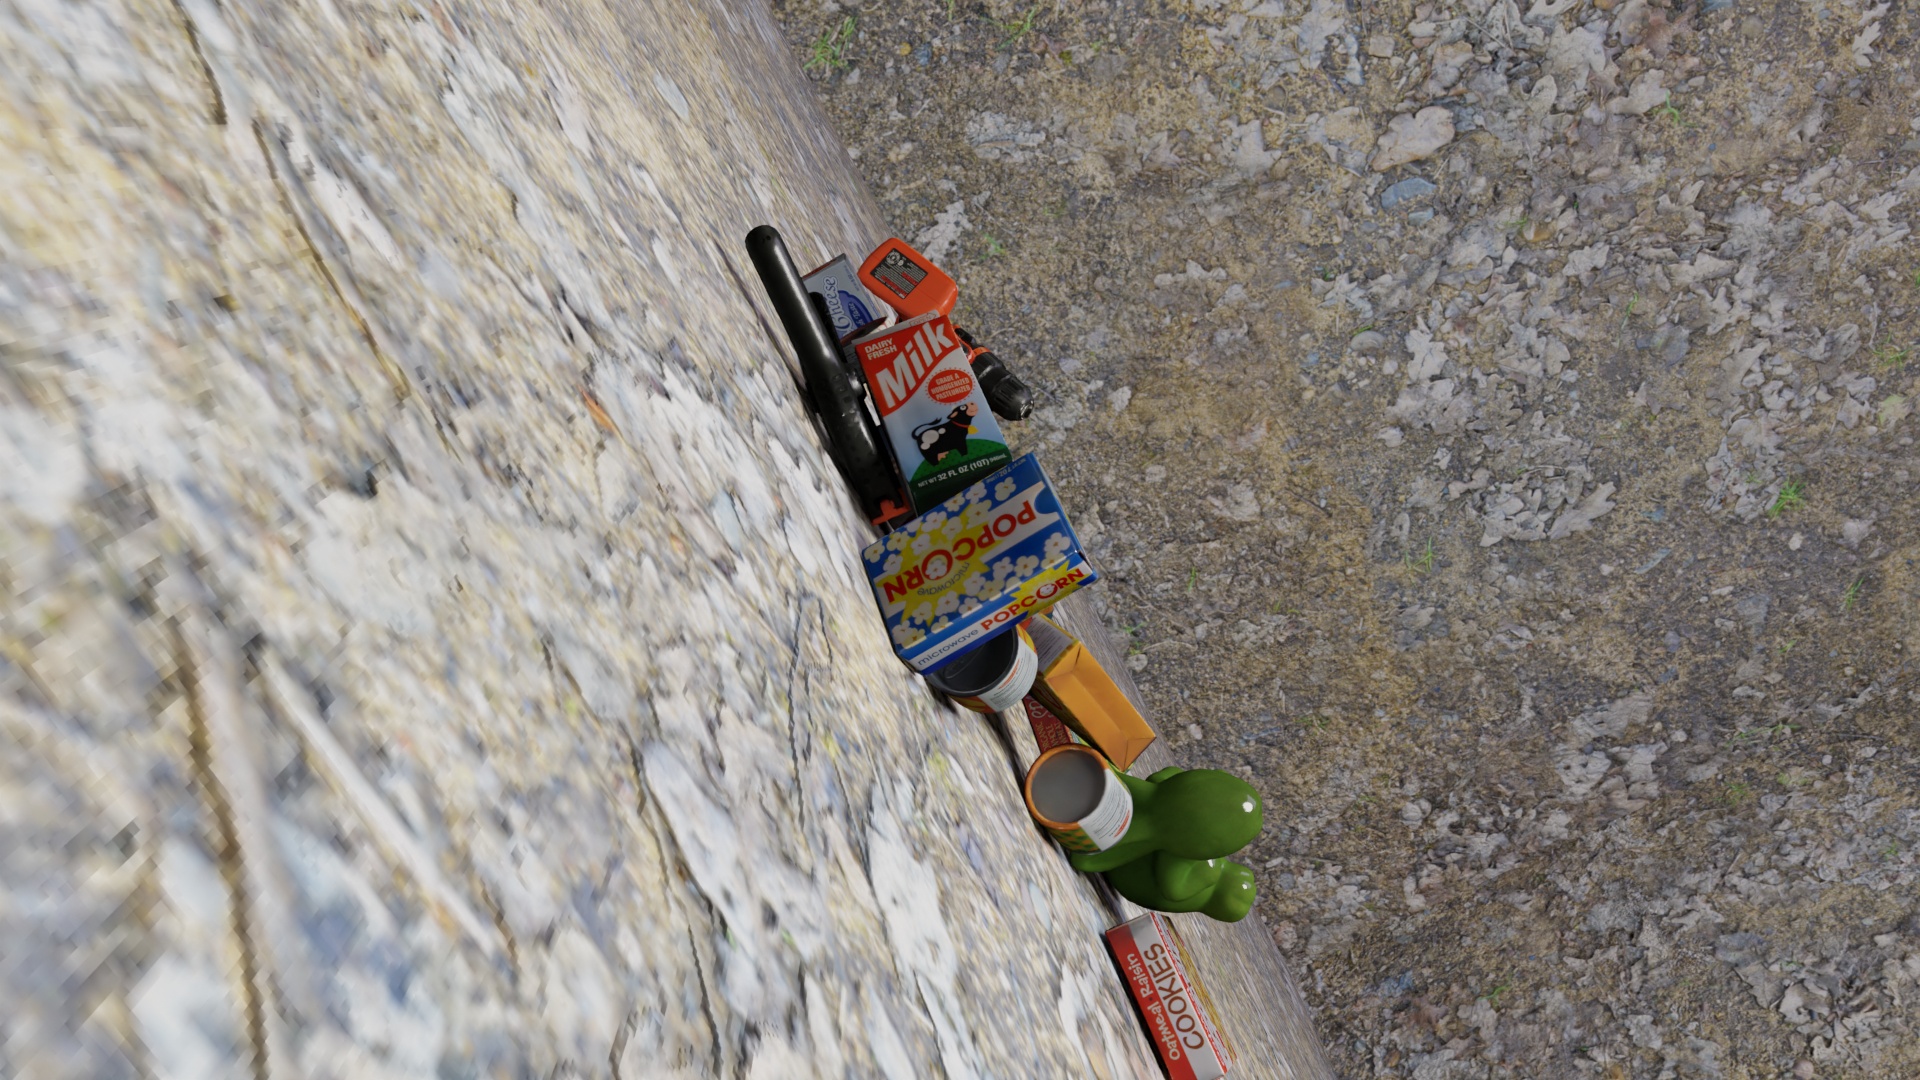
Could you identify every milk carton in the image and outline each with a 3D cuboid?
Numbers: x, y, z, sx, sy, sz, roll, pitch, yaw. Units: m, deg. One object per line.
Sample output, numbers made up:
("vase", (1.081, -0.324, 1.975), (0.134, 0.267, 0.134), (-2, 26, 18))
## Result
("milk carton", (-0.021, -0.091, 0.986), (0.073, 0.072, 0.191), (75, -6, -53))

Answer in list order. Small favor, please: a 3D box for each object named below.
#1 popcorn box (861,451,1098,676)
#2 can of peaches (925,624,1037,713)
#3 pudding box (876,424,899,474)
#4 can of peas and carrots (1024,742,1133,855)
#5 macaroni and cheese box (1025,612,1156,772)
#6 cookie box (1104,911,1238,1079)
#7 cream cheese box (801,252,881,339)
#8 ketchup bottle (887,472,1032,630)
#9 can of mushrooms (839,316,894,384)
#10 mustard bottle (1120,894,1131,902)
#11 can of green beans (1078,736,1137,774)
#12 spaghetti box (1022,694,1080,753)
("popcorn box", (0.010, 0.015, 0.845), (0.038, 0.126, 0.085), (49, 14, -50))
("can of peaches", (0.010, 0.072, 0.890), (0.071, 0.071, 0.058), (65, 7, 24))
("pudding box", (-0.050, -0.047, 1.062), (0.083, 0.030, 0.050), (62, 7, 0))
("can of peas and carrots", (0.084, 0.187, 1.009), (0.058, 0.071, 0.071), (54, 10, -52))
("macaroni and cheese box", (0.058, 0.090, 1.040), (0.123, 0.040, 0.167), (51, -10, -36))
("cookie box", (0.163, 0.352, 1.065), (0.123, 0.040, 0.167), (65, 6, 21))
("cream cheese box", (-0.095, -0.183, 1.165), (0.103, 0.053, 0.024), (59, 9, -28))
("ketchup bottle", (-0.011, 0.016, 0.987), (0.043, 0.064, 0.149), (15, 35, -55))
("can of mushrooms", (-0.076, -0.150, 1.109), (0.033, 0.071, 0.071), (59, 7, -17))
("mustard bottle", (0.123, 0.235, 1.190), (0.159, 0.049, 0.065), (60, 7, -20))
("can of green beans", (0.124, 0.191, 1.302), (0.057, 0.071, 0.071), (61, 6, -14))
("spaghetti box", (0.070, 0.130, 1.297), (0.050, 0.028, 0.251), (57, 8, -36))
